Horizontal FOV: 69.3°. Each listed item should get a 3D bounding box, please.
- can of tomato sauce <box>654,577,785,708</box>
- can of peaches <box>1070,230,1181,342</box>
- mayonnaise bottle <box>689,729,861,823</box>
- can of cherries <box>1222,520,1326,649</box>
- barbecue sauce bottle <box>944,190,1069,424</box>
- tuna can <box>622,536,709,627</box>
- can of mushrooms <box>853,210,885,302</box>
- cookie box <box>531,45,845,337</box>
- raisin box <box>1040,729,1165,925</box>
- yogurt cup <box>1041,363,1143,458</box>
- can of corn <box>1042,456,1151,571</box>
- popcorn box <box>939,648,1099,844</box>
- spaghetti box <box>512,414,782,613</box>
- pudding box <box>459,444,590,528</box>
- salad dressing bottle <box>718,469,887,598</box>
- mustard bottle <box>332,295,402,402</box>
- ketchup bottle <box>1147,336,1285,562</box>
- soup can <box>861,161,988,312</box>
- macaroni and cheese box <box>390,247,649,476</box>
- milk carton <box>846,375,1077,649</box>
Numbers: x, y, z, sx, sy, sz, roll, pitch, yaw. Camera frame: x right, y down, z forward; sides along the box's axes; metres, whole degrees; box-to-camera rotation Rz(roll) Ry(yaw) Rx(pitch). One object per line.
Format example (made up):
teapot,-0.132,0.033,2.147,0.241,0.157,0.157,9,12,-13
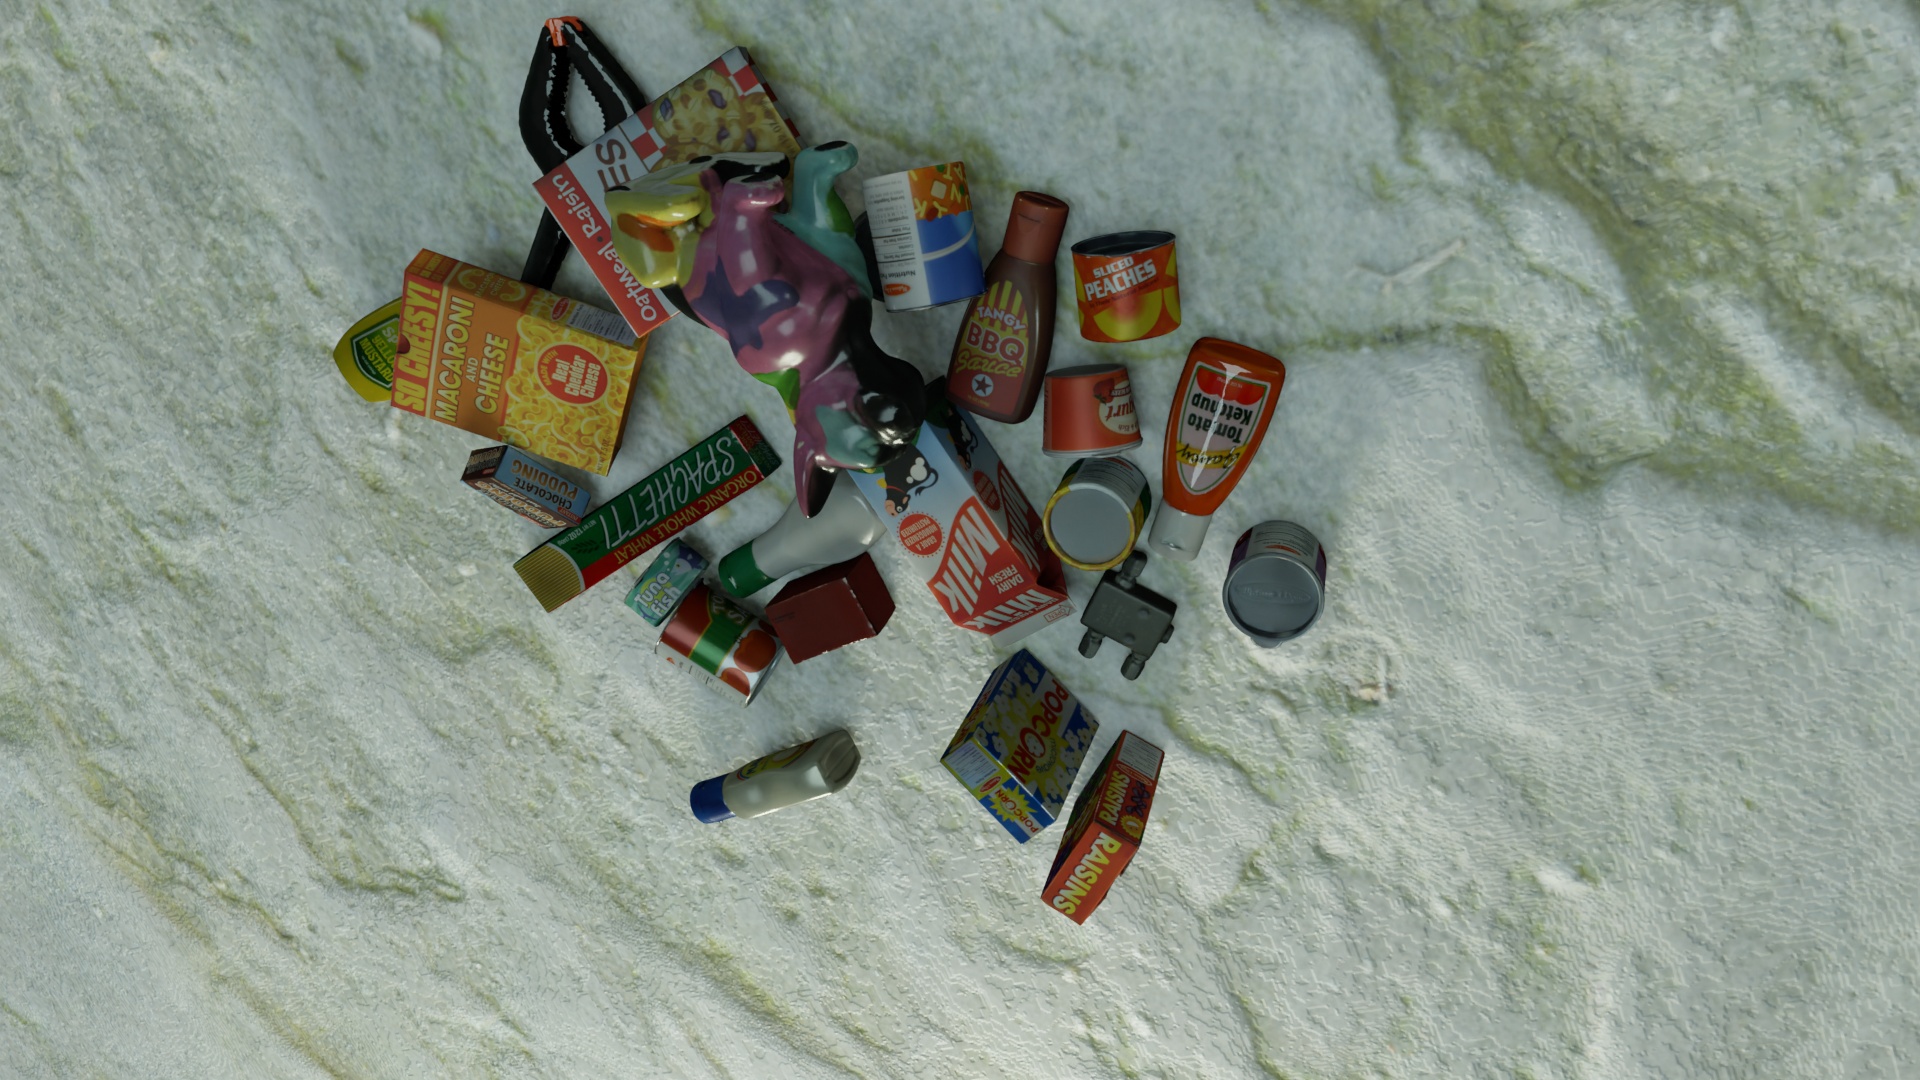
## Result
can of tomato sauce,-0.184,0.080,1.081,0.083,0.071,0.071,32,118,1
can of peaches,0.105,-0.161,0.883,0.071,0.071,0.057,-1,114,18
mayonnaise bottle,-0.154,0.196,1.126,0.148,0.065,0.041,-21,102,28
can of cherries,0.212,0.029,0.939,0.071,0.059,0.071,6,114,14
barbecue sauce bottle,0.036,-0.155,0.922,0.065,0.044,0.147,24,118,17
tuna can,-0.227,0.033,1.071,0.033,0.071,0.070,39,118,-4
can of mushrooms,-0.042,-0.198,0.934,0.071,0.033,0.070,7,115,15
cookie box,-0.182,-0.232,0.934,0.167,0.040,0.122,-30,105,10
raisin box,0.105,0.207,1.013,0.040,0.124,0.085,31,118,3
yogurt cup,0.086,-0.087,0.926,0.072,0.072,0.053,-2,104,18
can of corn,0.094,-0.017,0.956,0.071,0.058,0.071,7,114,15
popcorn box,0.045,0.145,1.002,0.085,0.127,0.038,46,122,-6
spaghetti box,-0.247,-0.018,1.079,0.249,0.029,0.050,-29,103,26
pudding box,-0.334,-0.040,1.066,0.049,0.030,0.083,-3,152,40
salad dressing bottle,-0.117,-0.003,1.037,0.147,0.044,0.064,-28,104,27
mustard bottle,-0.404,-0.162,1.053,0.160,0.049,0.065,-26,108,25
ketchup bottle,0.163,-0.057,0.925,0.065,0.044,0.148,19,117,8
soup can,-0.020,-0.192,0.876,0.071,0.071,0.083,-6,105,20
macaroni and cheese box,-0.323,-0.127,1.013,0.166,0.040,0.123,18,129,-9
milk carton,0.003,-0.012,0.977,0.072,0.074,0.190,-28,102,25
